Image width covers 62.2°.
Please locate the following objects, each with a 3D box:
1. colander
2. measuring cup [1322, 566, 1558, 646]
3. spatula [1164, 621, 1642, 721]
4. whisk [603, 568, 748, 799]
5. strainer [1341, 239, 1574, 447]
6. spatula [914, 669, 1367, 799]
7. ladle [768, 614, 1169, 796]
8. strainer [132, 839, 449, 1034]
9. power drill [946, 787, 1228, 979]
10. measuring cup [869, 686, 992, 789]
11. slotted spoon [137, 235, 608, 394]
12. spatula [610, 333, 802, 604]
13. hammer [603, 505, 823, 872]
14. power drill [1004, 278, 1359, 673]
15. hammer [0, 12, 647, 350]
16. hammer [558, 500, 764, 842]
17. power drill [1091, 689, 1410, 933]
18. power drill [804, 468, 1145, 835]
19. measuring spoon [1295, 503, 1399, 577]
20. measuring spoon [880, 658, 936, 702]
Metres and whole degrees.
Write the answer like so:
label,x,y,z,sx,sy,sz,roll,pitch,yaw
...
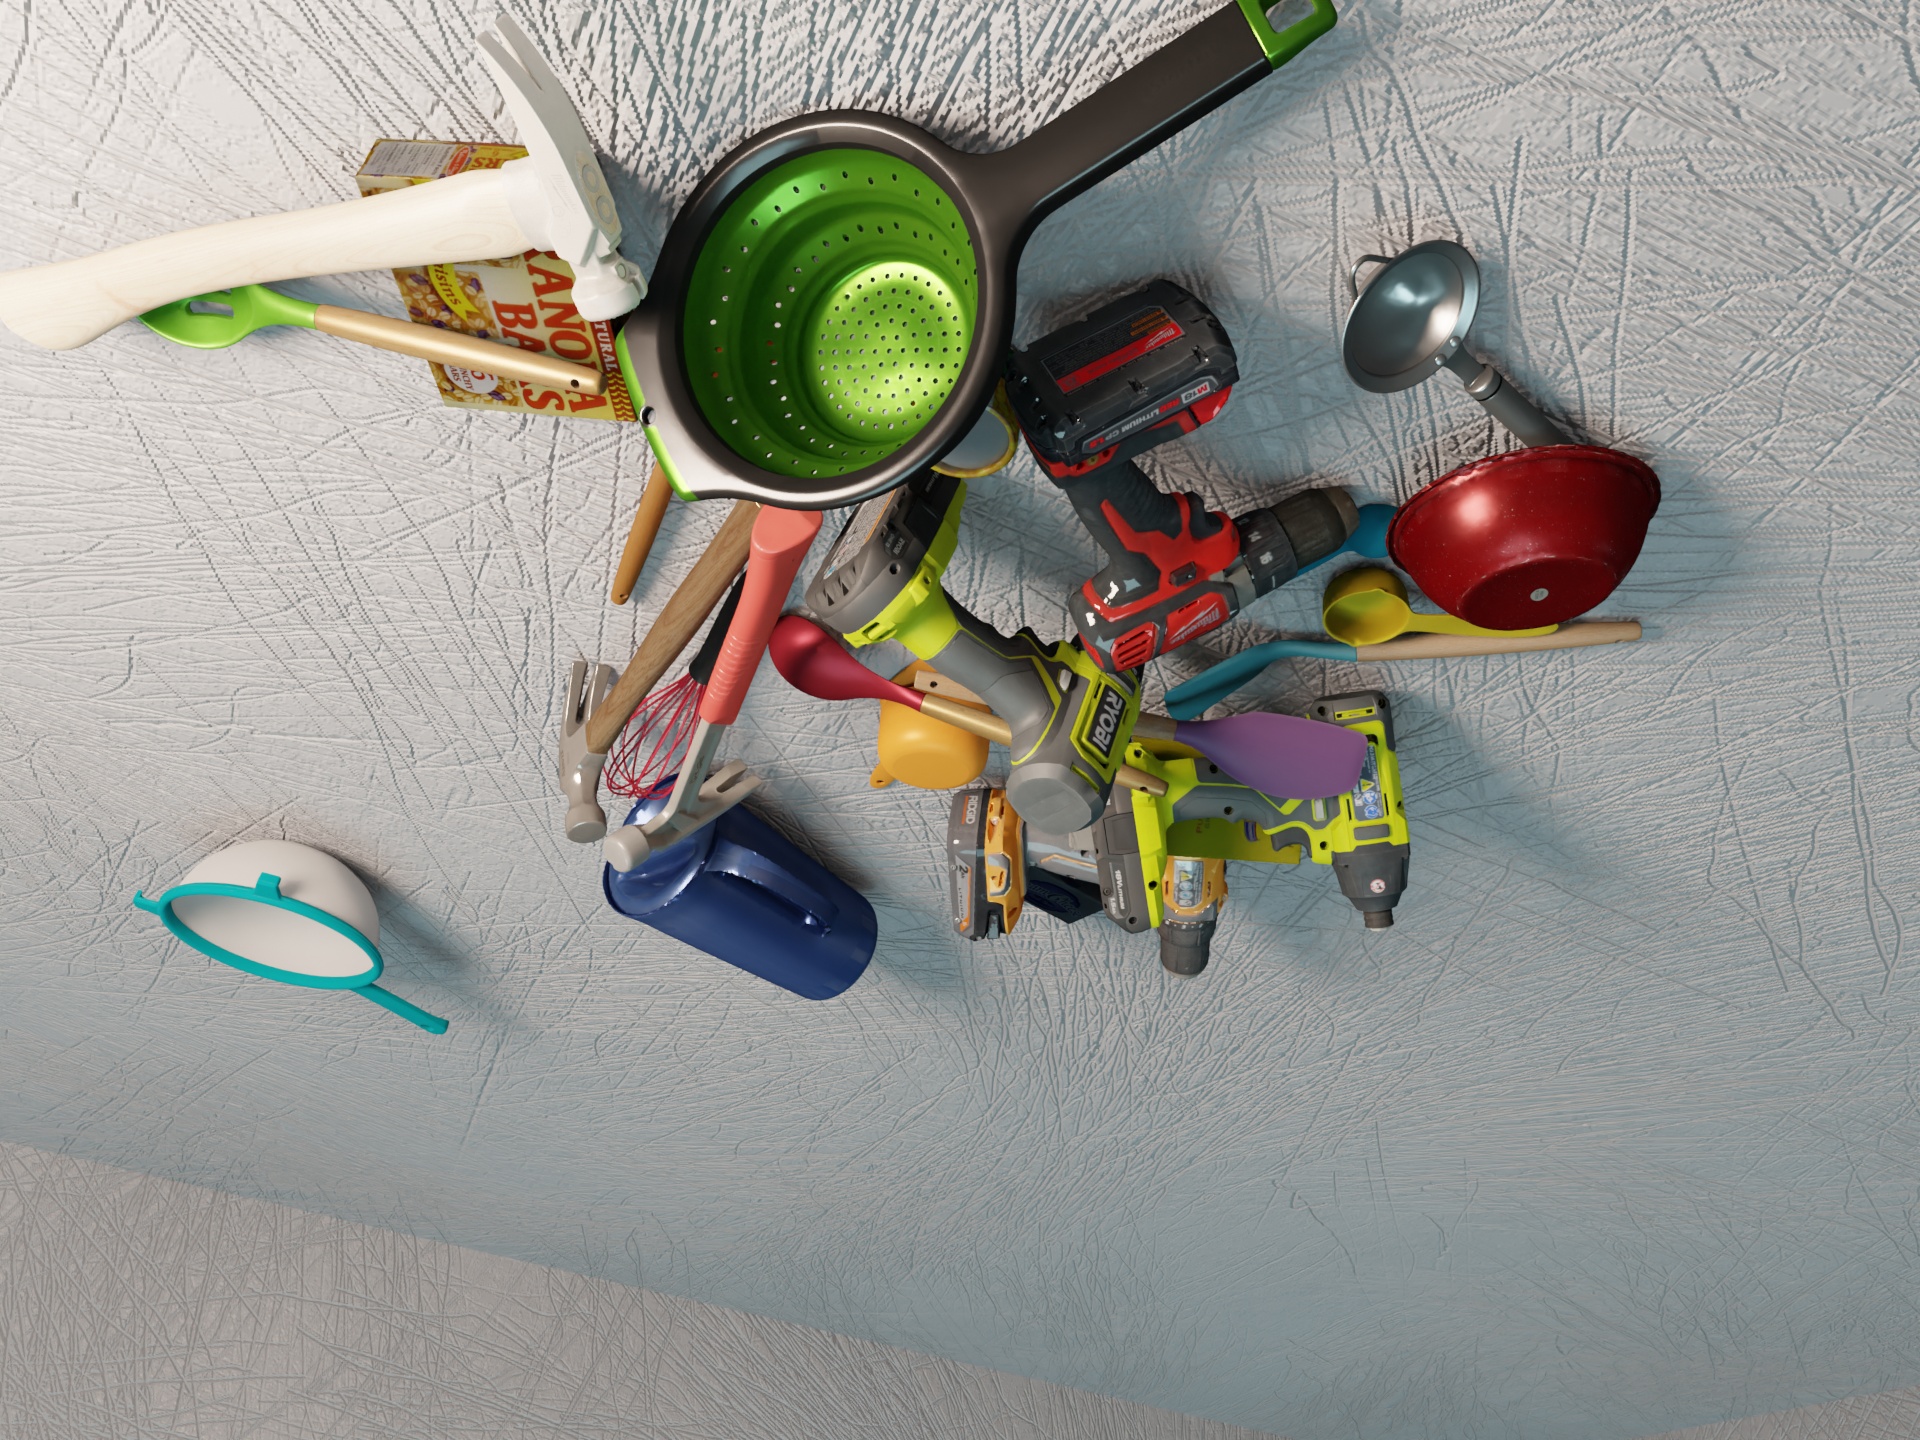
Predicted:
label,x,y,z,sx,sy,sz,roll,pitch,yaw
colander,0.012,-0.242,0.817,0.397,0.204,0.094,-28,169,19
measuring cup,0.318,-0.075,1.059,0.156,0.029,0.062,3,145,-2
spatula,0.300,-0.039,1.095,0.317,0.044,0.082,-4,163,14
whisk,-0.202,-0.025,1.205,0.073,0.073,0.295,22,136,-19
strainer,0.284,-0.192,0.884,0.258,0.050,0.087,28,111,-35
spatula,0.123,0.004,1.103,0.316,0.018,0.059,12,107,0
ladle,-0.002,-0.004,1.134,0.315,0.031,0.069,20,138,13
strainer,-0.621,0.209,1.585,0.211,0.095,0.340,-9,144,27
power drill,0.108,0.139,1.322,0.226,0.084,0.185,0,126,7
measuring cup,-0.038,0.035,1.255,0.095,0.052,0.173,16,147,-19
slotted spoon,-0.345,-0.225,0.916,0.314,0.031,0.070,15,129,13
spatula,-0.187,-0.157,1.023,0.081,0.041,0.322,-1,152,-25
hammer,-0.157,-0.028,1.122,0.037,0.149,0.359,43,137,12
power drill,0.135,-0.140,0.929,0.188,0.080,0.226,-26,137,0
hammer,-0.372,-0.262,0.854,0.411,0.038,0.146,-2,132,22
hammer,-0.213,-0.054,1.132,0.031,0.130,0.331,11,137,-35
power drill,0.208,0.079,1.150,0.223,0.171,0.080,-9,-176,6
power drill,0.027,-0.061,1.023,0.228,0.191,0.080,41,135,-18
measuring spoon,0.233,-0.101,1.036,0.128,0.021,0.042,-25,133,36
measuring spoon,-0.027,-0.036,1.190,0.021,0.011,0.117,27,141,-25
